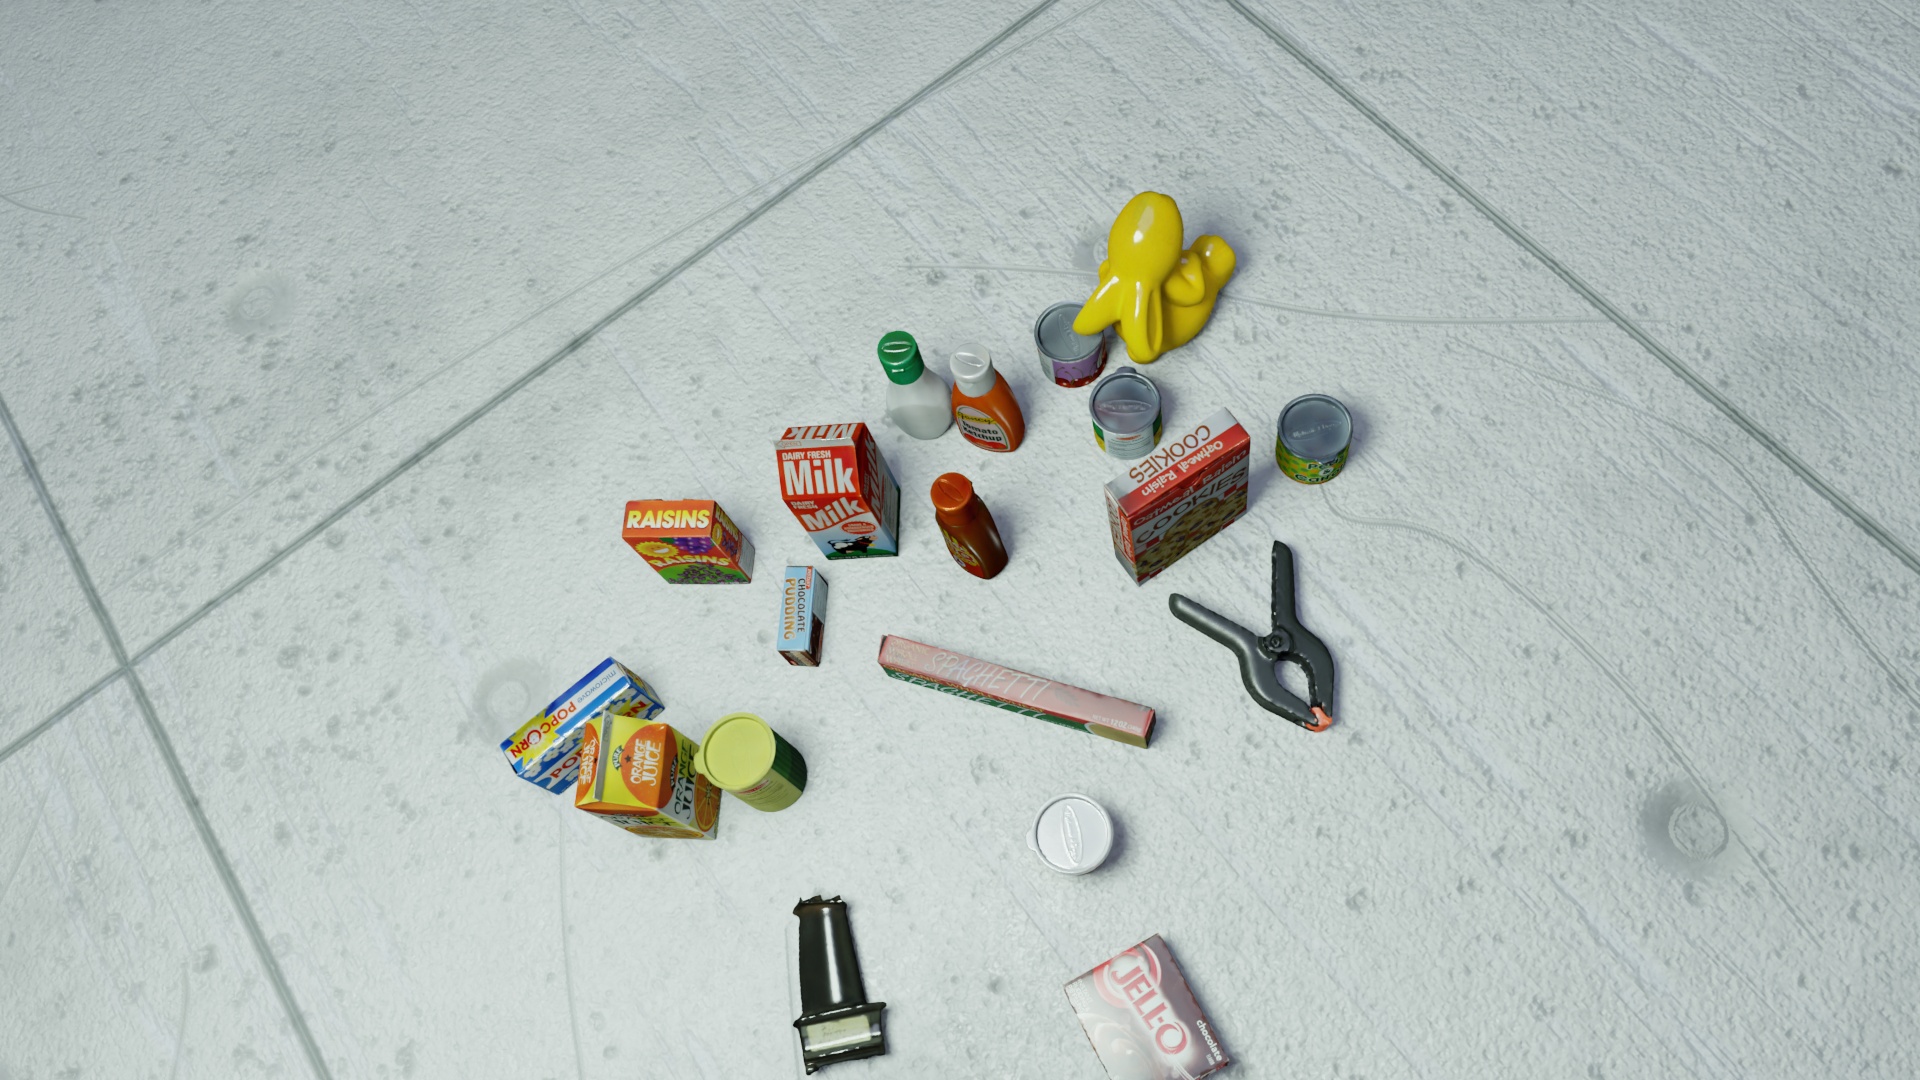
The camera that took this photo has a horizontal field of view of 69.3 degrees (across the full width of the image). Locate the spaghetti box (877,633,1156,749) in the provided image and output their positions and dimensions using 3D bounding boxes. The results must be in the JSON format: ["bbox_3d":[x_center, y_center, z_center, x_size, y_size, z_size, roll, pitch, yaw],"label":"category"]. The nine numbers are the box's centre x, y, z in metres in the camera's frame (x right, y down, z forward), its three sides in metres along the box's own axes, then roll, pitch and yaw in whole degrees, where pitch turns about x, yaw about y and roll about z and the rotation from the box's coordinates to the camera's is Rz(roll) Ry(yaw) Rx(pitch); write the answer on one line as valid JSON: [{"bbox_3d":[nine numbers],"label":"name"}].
[{"bbox_3d":[0.047,0.132,1.220,0.250,0.050,0.029,14,72,15],"label":"spaghetti box"}]

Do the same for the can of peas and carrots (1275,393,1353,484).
[{"bbox_3d":[0.320,-0.089,1.258,0.071,0.058,0.071,-3,68,9],"label":"can of peas and carrots"}]

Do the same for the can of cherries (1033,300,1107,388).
[{"bbox_3d":[0.109,-0.188,1.335,0.071,0.058,0.072,-3,68,9],"label":"can of cherries"}]

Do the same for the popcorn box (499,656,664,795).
[{"bbox_3d":[-0.339,0.168,1.253,0.127,0.085,0.038,-39,67,-7],"label":"popcorn box"}]

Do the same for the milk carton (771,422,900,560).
[{"bbox_3d":[-0.109,-0.050,1.244,0.072,0.190,0.074,-2,68,9],"label":"milk carton"}]

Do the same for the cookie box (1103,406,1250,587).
[{"bbox_3d":[0.189,-0.034,1.199,0.123,0.167,0.040,-34,67,-4],"label":"cookie box"}]

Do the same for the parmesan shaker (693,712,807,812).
[{"bbox_3d":[-0.181,0.194,1.205,0.071,0.102,0.071,-3,68,9],"label":"parmesan shaker"}]

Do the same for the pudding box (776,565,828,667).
[{"bbox_3d":[-0.145,0.070,1.279,0.030,0.049,0.084,-1,68,10],"label":"pudding box"}]

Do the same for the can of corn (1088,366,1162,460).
[{"bbox_3d":[0.155,-0.118,1.299,0.071,0.058,0.071,-3,68,9],"label":"can of corn"}]

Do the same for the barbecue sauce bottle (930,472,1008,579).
[{"bbox_3d":[0.004,-0.015,1.234,0.065,0.148,0.044,40,80,22],"label":"barbecue sauce bottle"}]

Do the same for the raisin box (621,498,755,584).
[{"bbox_3d":[-0.249,0.002,1.284,0.086,0.123,0.040,0,69,10],"label":"raisin box"}]

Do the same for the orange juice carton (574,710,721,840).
[{"bbox_3d":[-0.266,0.200,1.168,0.073,0.192,0.072,-1,68,10],"label":"orange juice carton"}]

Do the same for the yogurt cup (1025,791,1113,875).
[{"bbox_3d":[0.095,0.249,1.161,0.072,0.053,0.072,-3,68,9],"label":"yogurt cup"}]

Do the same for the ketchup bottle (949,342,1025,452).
[{"bbox_3d":[0.020,-0.132,1.278,0.065,0.148,0.043,18,73,16],"label":"ketchup bottle"}]

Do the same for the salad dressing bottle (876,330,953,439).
[{"bbox_3d":[-0.044,-0.144,1.295,0.064,0.147,0.044,-3,68,9],"label":"salad dressing bottle"}]
